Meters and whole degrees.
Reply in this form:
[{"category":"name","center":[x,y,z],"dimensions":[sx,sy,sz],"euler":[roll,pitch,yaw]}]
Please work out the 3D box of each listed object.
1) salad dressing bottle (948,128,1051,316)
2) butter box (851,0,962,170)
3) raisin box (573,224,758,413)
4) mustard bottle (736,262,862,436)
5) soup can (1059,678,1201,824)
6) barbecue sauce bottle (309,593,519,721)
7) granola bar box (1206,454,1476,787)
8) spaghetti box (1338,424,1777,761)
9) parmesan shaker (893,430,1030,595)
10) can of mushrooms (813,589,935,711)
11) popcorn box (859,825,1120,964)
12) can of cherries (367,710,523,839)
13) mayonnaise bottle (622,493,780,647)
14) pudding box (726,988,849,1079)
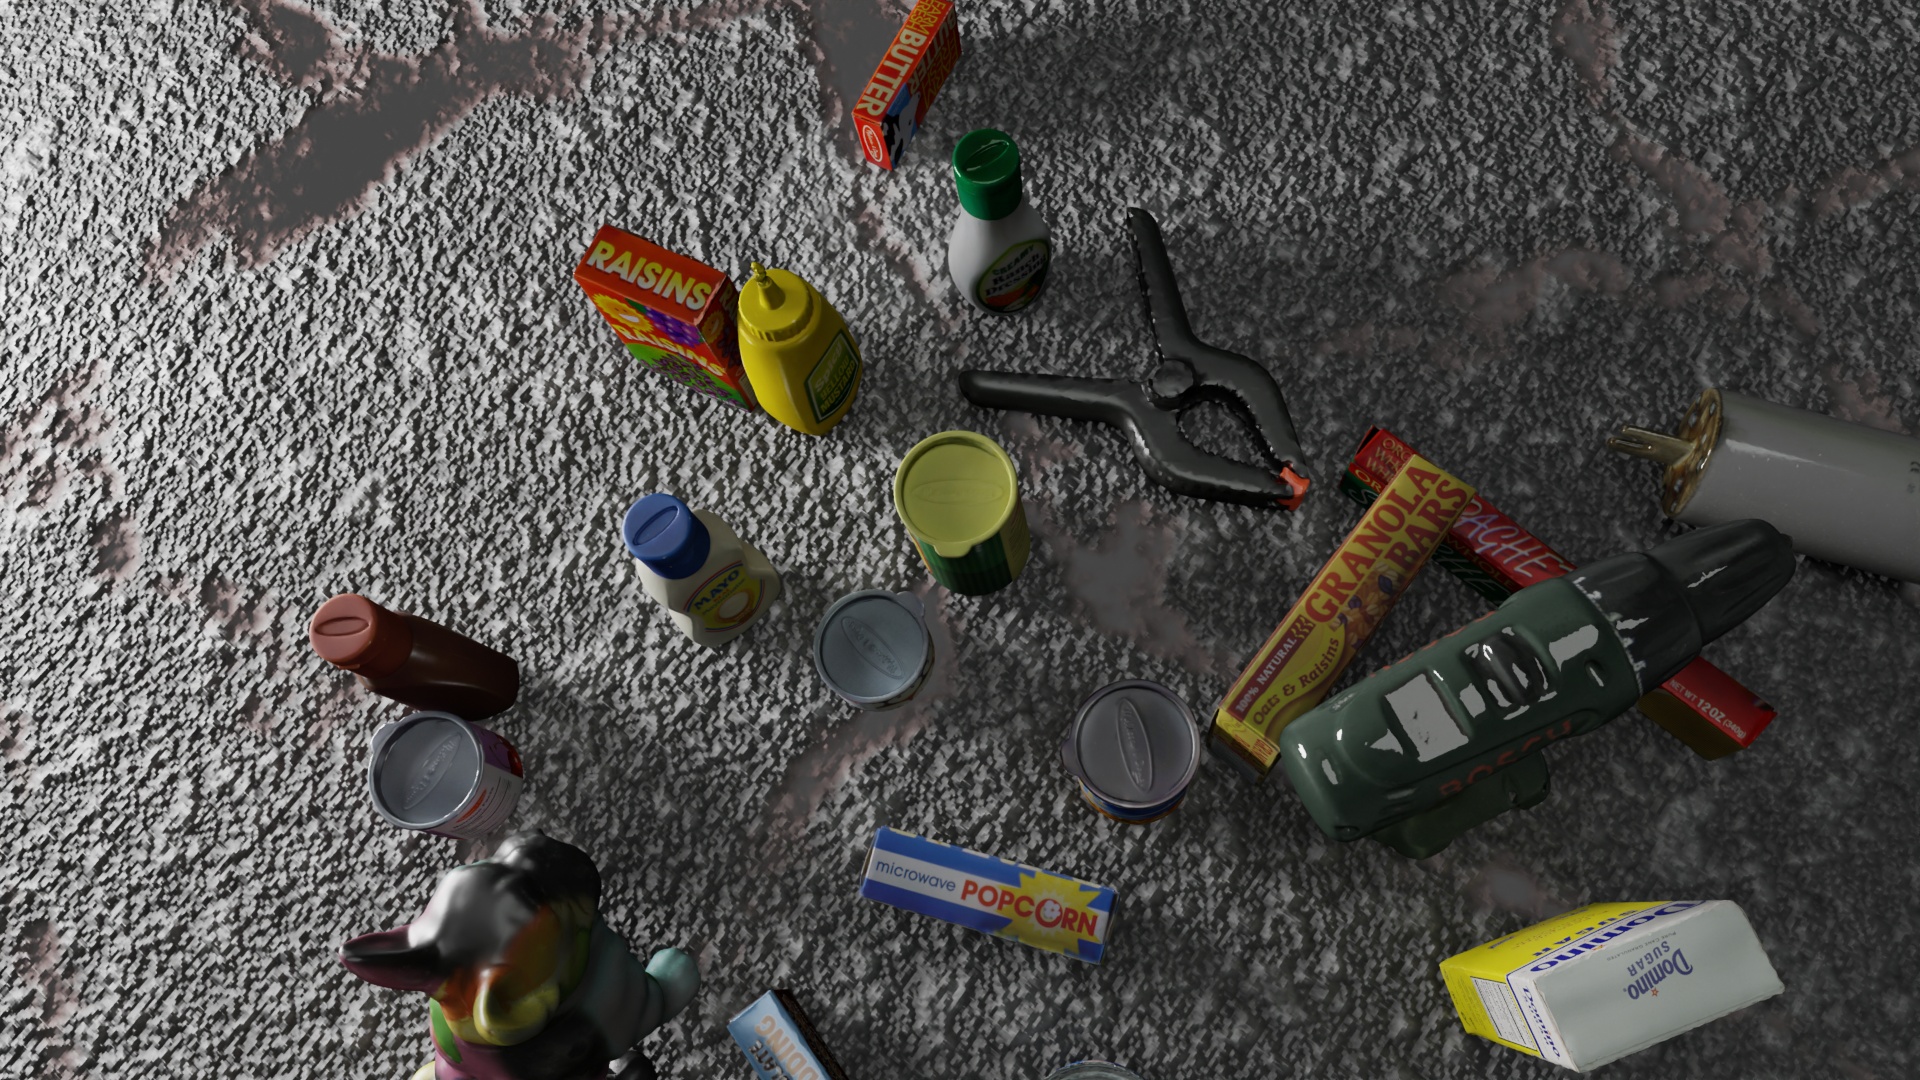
[{"category":"salad dressing bottle","center":[0.021,-0.183,0.810],"dimensions":[0.064,0.147,0.044],"euler":[-32,72,-4]},{"category":"butter box","center":[-0.034,-0.299,0.905],"dimensions":[0.024,0.053,0.104],"euler":[24,76,13]},{"category":"raisin box","center":[-0.166,-0.130,0.827],"dimensions":[0.086,0.123,0.040],"euler":[24,77,13]},{"category":"mustard bottle","center":[-0.096,-0.114,0.794],"dimensions":[0.049,0.160,0.065],"euler":[28,78,14]},{"category":"soup can","center":[0.090,0.114,0.738],"dimensions":[0.071,0.083,0.071],"euler":[-2,72,6]},{"category":"barbecue sauce bottle","center":[-0.301,0.066,0.764],"dimensions":[0.065,0.148,0.044],"euler":[-5,72,5]},{"category":"granola bar box","center":[0.194,0.045,0.728],"dimensions":[0.039,0.124,0.166],"euler":[37,80,16]},{"category":"spaghetti box","center":[0.317,0.027,0.759],"dimensions":[0.250,0.050,0.029],"euler":[40,81,17]},{"category":"parmesan shaker","center":[0.003,-0.010,0.779],"dimensions":[0.071,0.103,0.071],"euler":[-2,72,6]},{"category":"can of mushrooms","center":[-0.047,0.062,0.798],"dimensions":[0.071,0.033,0.071],"euler":[-2,72,6]},{"category":"popcorn box","center":[0.017,0.185,0.722],"dimensions":[0.127,0.085,0.038],"euler":[13,74,11]},{"category":"can of cherries","center":[-0.292,0.132,0.789],"dimensions":[0.071,0.058,0.071],"euler":[-2,72,6]},{"category":"mayonnaise bottle","center":[-0.144,0.015,0.764],"dimensions":[0.065,0.147,0.041],"euler":[-41,73,-7]},{"category":"pudding box","center":[-0.083,0.276,0.723],"dimensions":[0.030,0.049,0.084],"euler":[-37,72,-6]}]
